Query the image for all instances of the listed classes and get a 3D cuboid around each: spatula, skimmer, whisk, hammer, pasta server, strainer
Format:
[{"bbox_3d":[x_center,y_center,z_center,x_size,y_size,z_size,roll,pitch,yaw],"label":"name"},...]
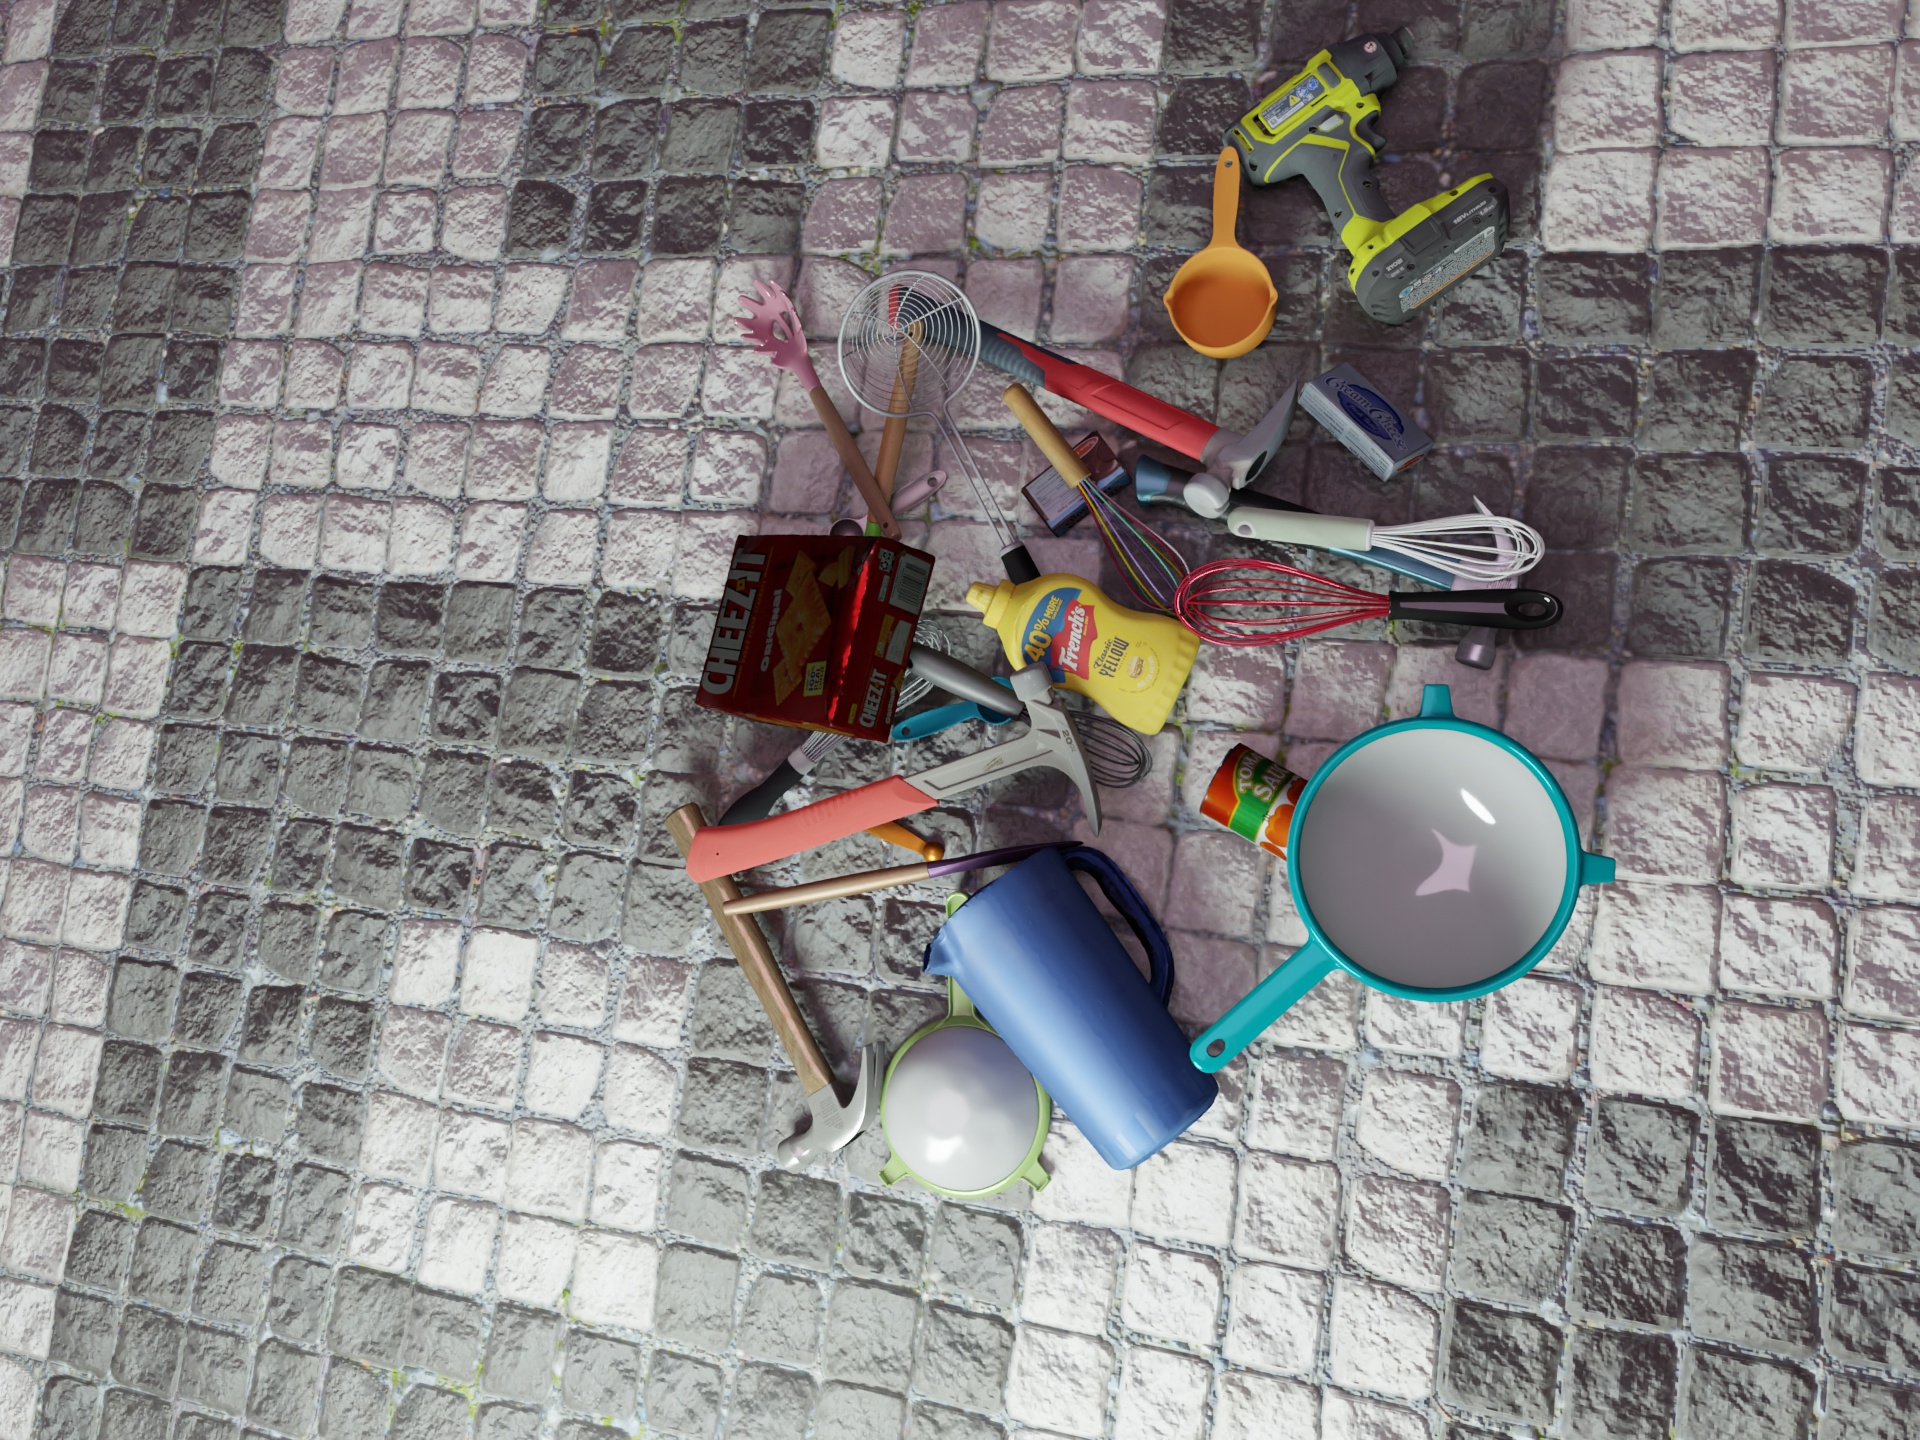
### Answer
[{"bbox_3d":[-0.051,0.131,1.348,0.316,0.059,0.018,-11,80,9],"label":"spatula"},{"bbox_3d":[0.016,-0.204,1.345,0.127,0.090,0.363,-27,86,-4],"label":"skimmer"},{"bbox_3d":[0.331,-0.146,1.255,0.246,0.057,0.059,10,53,23],"label":"whisk"},{"bbox_3d":[-0.065,0.078,1.335,0.359,0.037,0.149,-20,97,16],"label":"hammer"},{"bbox_3d":[0.050,-0.009,1.335,0.239,0.055,0.055,27,91,5],"label":"whisk"},{"bbox_3d":[-0.125,-0.280,1.432,0.060,0.040,0.316,-41,59,23],"label":"pasta server"},{"bbox_3d":[-0.171,0.218,1.390,0.130,0.031,0.331,-35,74,22],"label":"hammer"},{"bbox_3d":[0.100,-0.308,1.380,0.386,0.038,0.143,31,69,25],"label":"hammer"},{"bbox_3d":[0.316,-0.090,1.247,0.296,0.073,0.073,2,83,13],"label":"whisk"},{"bbox_3d":[-0.117,0.014,1.408,0.284,0.070,0.070,-43,72,13],"label":"whisk"},{"bbox_3d":[0.117,-0.185,1.341,0.047,0.051,0.245,-36,86,-15],"label":"whisk"},{"bbox_3d":[0.308,0.147,1.218,0.340,0.095,0.211,-43,82,6],"label":"strainer"},{"bbox_3d":[0.294,-0.153,1.306,0.331,0.033,0.128,21,90,20],"label":"hammer"},{"bbox_3d":[-0.006,0.271,1.324,0.151,0.069,0.256,-3,83,18],"label":"strainer"}]

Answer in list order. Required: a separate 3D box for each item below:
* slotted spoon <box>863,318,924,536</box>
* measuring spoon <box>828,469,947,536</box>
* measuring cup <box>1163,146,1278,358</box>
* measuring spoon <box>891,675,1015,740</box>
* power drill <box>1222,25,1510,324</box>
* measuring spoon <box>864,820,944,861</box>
[{"bbox_3d":[-0.073,-0.201,1.414,0.070,0.031,0.314,14,94,29],"label":"slotted spoon"},{"bbox_3d":[-0.064,-0.190,1.443,0.124,0.018,0.034,-32,86,5],"label":"measuring spoon"},{"bbox_3d":[0.226,-0.393,1.348,0.095,0.052,0.173,3,87,18],"label":"measuring cup"},{"bbox_3d":[-0.002,-0.004,1.395,0.128,0.021,0.042,-18,78,24],"label":"measuring spoon"},{"bbox_3d":[0.345,-0.456,1.312,0.171,0.080,0.223,-35,70,12],"label":"power drill"},{"bbox_3d":[-0.066,0.096,1.400,0.117,0.011,0.021,25,90,20],"label":"measuring spoon"}]
